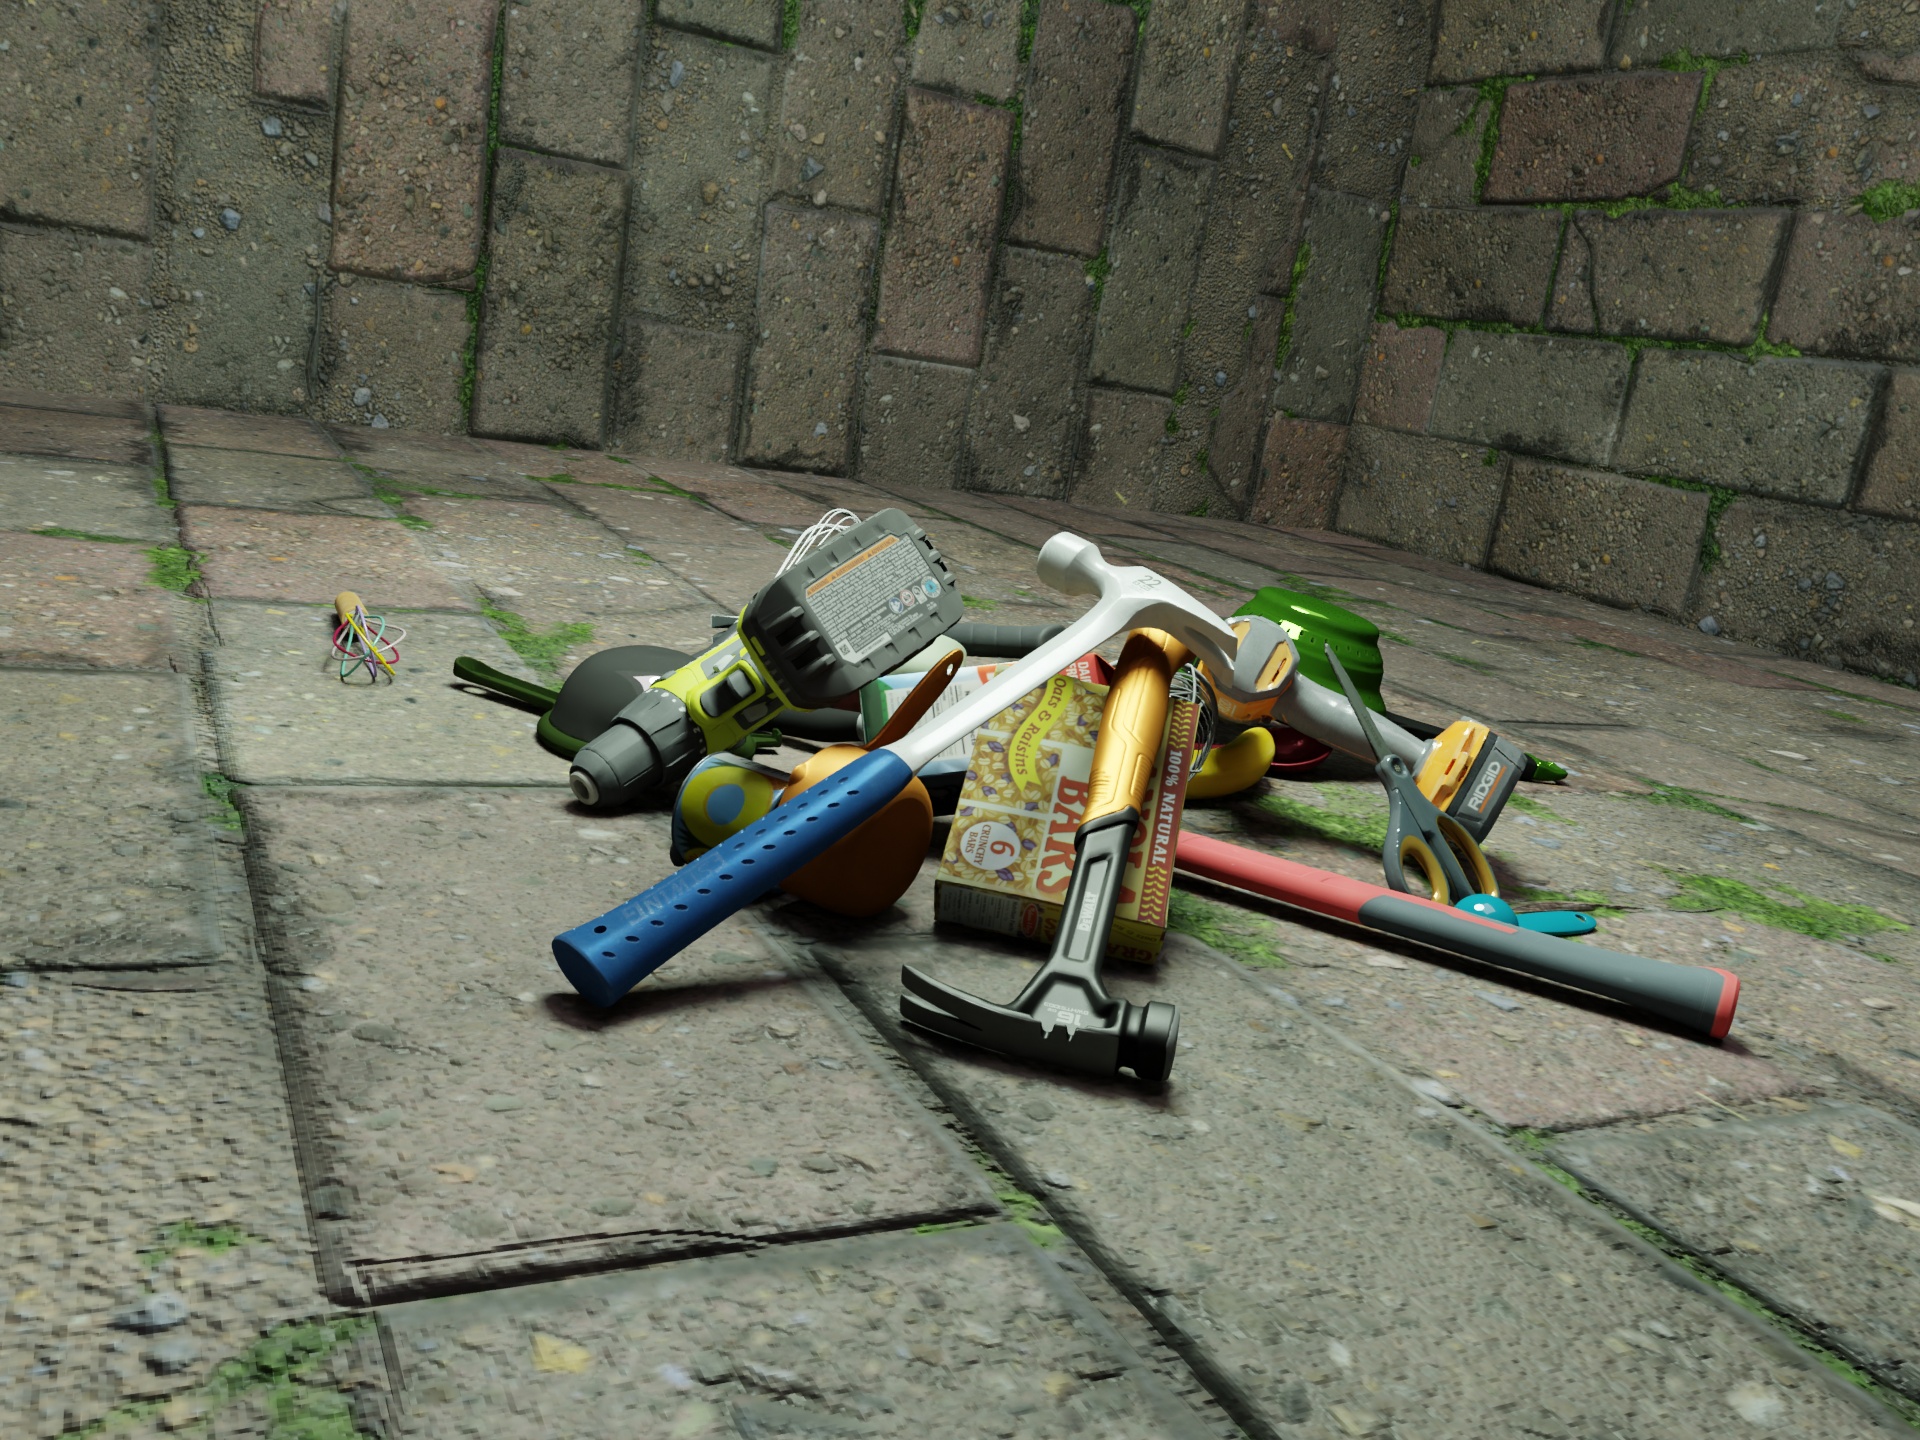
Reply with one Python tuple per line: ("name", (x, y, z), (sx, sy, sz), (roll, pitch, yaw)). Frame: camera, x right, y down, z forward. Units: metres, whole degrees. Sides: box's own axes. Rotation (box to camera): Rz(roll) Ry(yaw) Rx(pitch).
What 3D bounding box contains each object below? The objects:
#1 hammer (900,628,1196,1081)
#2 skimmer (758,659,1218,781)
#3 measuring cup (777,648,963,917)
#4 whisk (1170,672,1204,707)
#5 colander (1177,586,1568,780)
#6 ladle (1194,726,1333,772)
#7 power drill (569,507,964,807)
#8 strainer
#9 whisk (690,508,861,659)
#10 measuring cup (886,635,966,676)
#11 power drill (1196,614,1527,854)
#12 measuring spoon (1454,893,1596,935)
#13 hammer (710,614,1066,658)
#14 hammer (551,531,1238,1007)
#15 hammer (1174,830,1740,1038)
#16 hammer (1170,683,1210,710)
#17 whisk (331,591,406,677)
("hammer", (0.072, 0.041, 0.830), (0.127, 0.034, 0.337), (11, 40, 10))
("skimmer", (-0.002, -0.004, 1.143), (0.363, 0.127, 0.090), (8, 40, 24))
("measuring cup", (-0.031, 0.030, 0.864), (0.052, 0.095, 0.174), (22, 62, 32))
("whisk", (0.075, -0.011, 1.260), (0.239, 0.055, 0.055), (-4, 13, 2))
("colander", (0.375, -0.036, 1.407), (0.397, 0.094, 0.205), (16, 14, -13))
("ladle", (0.163, 0.024, 1.281), (0.315, 0.031, 0.069), (1, 21, -24))
("power drill", (-0.121, -0.027, 0.946), (0.190, 0.080, 0.228), (-38, 7, -40))
("strainer", (-0.259, -0.029, 1.123), (0.256, 0.069, 0.151), (17, 16, 25))
("whisk", (-0.152, -0.091, 1.295), (0.070, 0.070, 0.285), (16, 42, 26))
("measuring cup", (-0.079, -0.041, 1.171), (0.167, 0.038, 0.083), (7, -20, -11))
("power drill", (0.274, 0.010, 1.150), (0.226, 0.084, 0.185), (30, -6, 9))
("measuring spoon", (0.363, 0.121, 1.002), (0.128, 0.021, 0.042), (3, 31, -33))
("hammer", (-0.058, -0.073, 1.331), (0.149, 0.036, 0.409), (-9, 10, -38))
("hammer", (-0.022, 0.019, 0.801), (0.144, 0.035, 0.405), (30, 48, 33))
("hammer", (0.245, 0.115, 0.933), (0.386, 0.038, 0.143), (15, 16, 24))
("hammer", (0.167, -0.020, 1.445), (0.146, 0.038, 0.410), (19, 17, 41))
("whisk", (-0.468, -0.070, 1.238), (0.047, 0.051, 0.245), (26, 0, -28))
